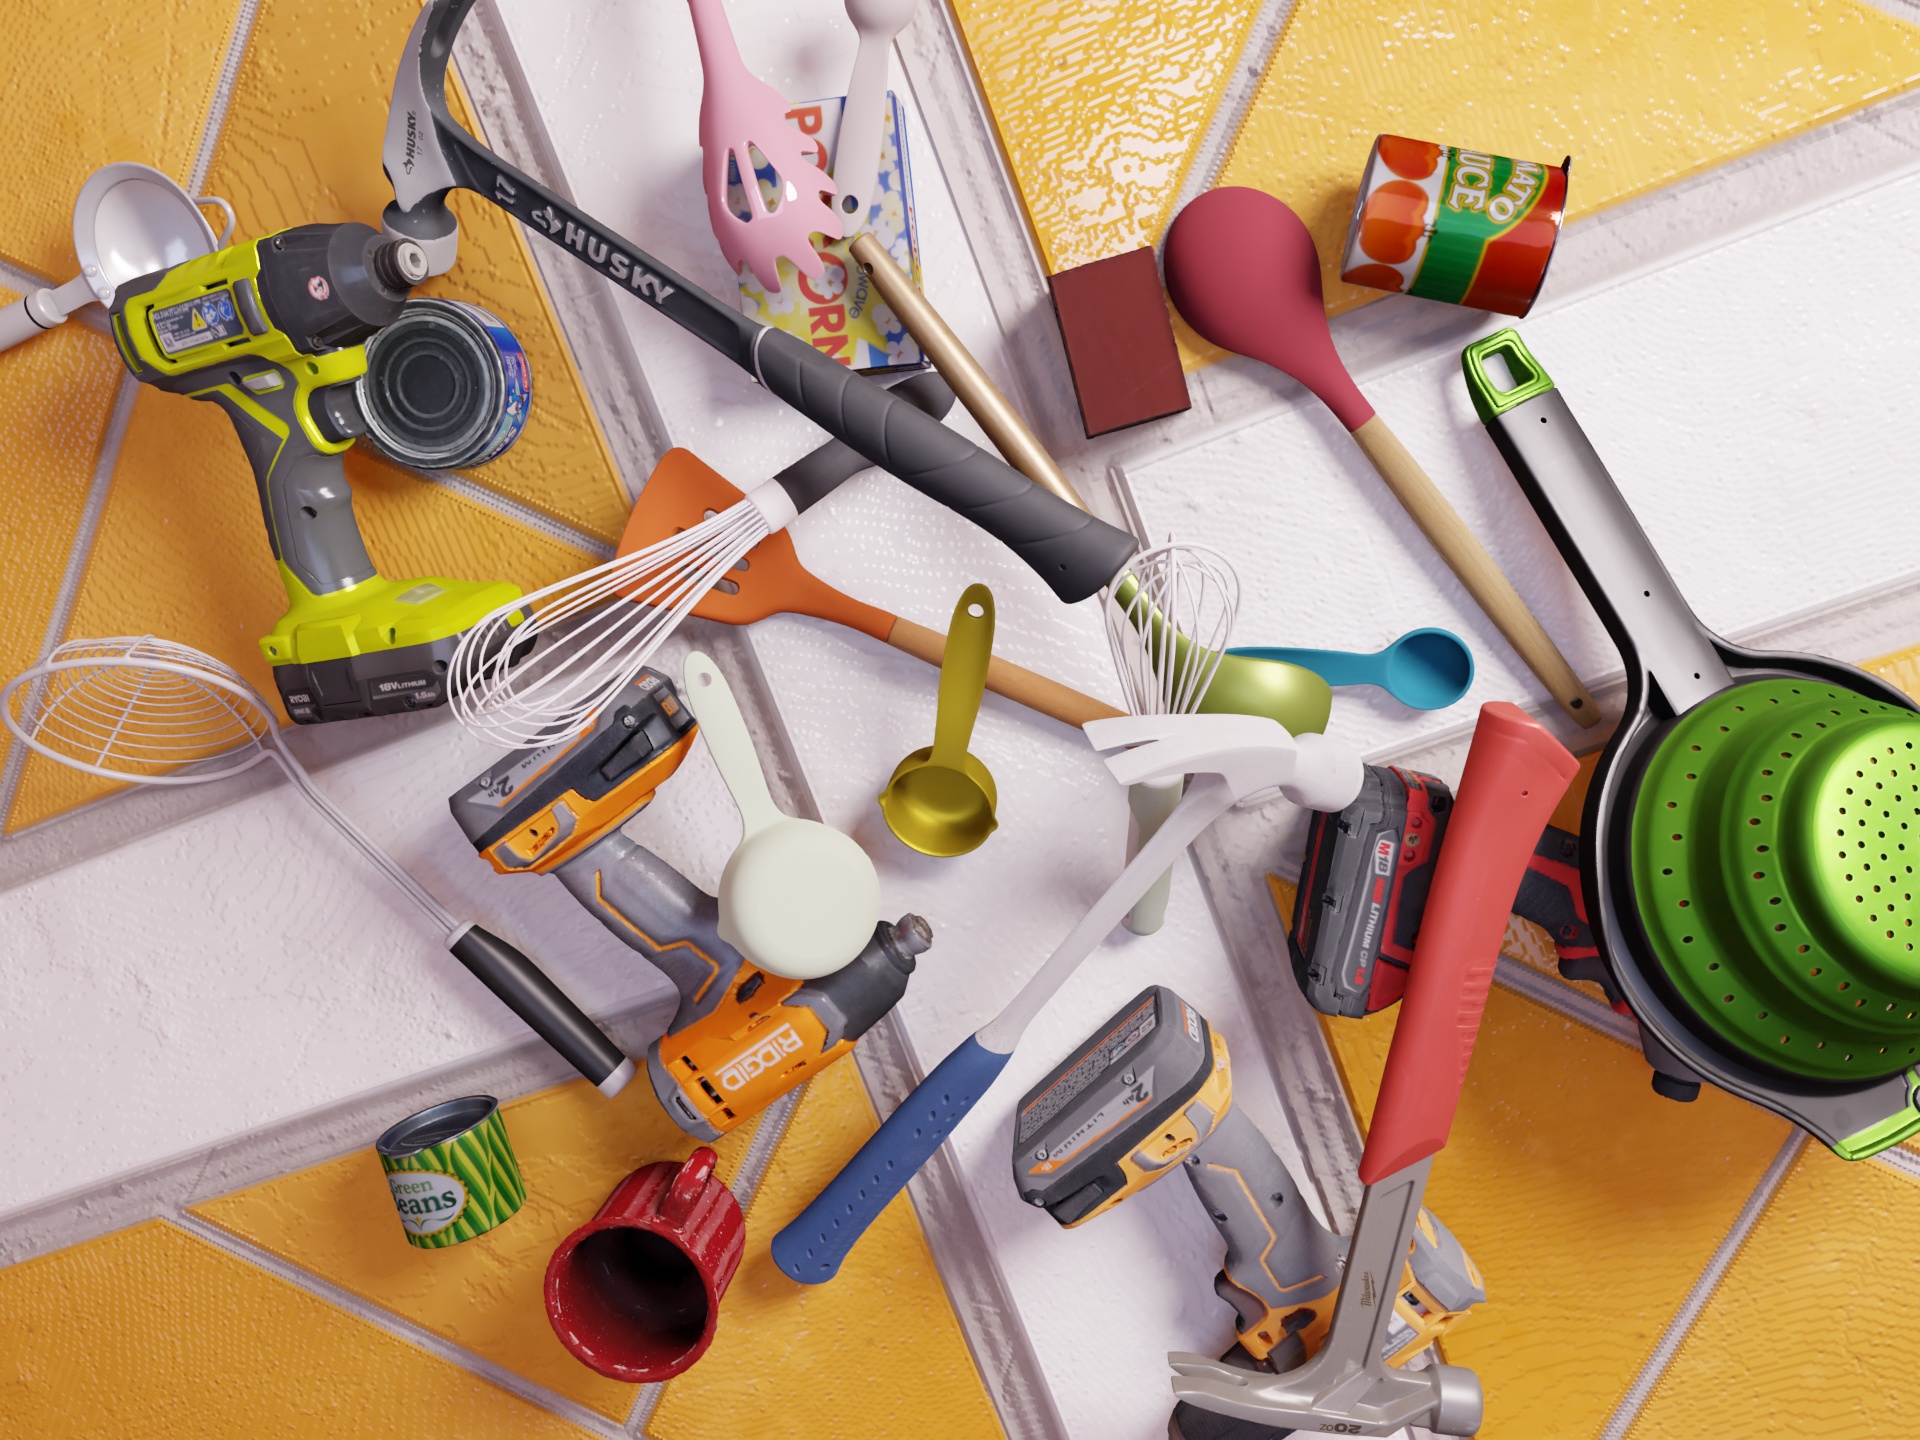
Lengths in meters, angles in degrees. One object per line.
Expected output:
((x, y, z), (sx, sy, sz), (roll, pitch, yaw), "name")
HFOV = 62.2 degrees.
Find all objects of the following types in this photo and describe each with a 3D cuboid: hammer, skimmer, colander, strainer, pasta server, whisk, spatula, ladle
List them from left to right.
((-0.464, -0.217, 0.819), (0.258, 0.050, 0.086), (-18, 109, 16), "strainer")
((-0.327, 0.090, 0.832), (0.363, 0.090, 0.127), (44, 135, -4), "skimmer")
((-0.122, -0.351, 0.728), (0.060, 0.040, 0.316), (-17, 84, 11), "pasta server")
((-0.116, -0.083, 0.747), (0.284, 0.070, 0.070), (-37, 94, -12), "whisk")
((-0.098, -0.176, 0.710), (0.409, 0.036, 0.149), (34, 137, 10), "hammer")
((-0.012, -0.036, 0.789), (0.322, 0.041, 0.081), (23, 86, 1), "spatula")
((0.018, 0.146, 0.765), (0.405, 0.144, 0.035), (-53, 45, 27), "hammer")
((0.059, -0.101, 0.748), (0.320, 0.062, 0.078), (51, 142, -5), "ladle")
((0.091, 0.016, 0.732), (0.059, 0.058, 0.246), (-4, 133, -3), "whisk")
((0.205, -0.120, 0.752), (0.069, 0.031, 0.315), (-37, 96, 22), "ladle")
((0.199, 0.165, 0.722), (0.149, 0.037, 0.359), (9, 105, -2), "hammer")
((0.339, -0.011, 0.678), (0.204, 0.094, 0.397), (-26, 82, -13), "colander")

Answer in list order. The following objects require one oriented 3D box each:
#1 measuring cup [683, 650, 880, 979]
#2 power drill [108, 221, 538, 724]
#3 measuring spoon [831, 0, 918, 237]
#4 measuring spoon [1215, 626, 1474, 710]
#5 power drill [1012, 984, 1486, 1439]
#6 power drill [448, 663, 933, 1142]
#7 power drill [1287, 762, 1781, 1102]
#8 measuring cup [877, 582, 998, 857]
((-0.092, 0.045, 0.752), (0.083, 0.038, 0.167), (-25, 99, -17), "measuring cup")
((-0.295, -0.118, 0.761), (0.171, 0.080, 0.223), (-6, 111, 26), "power drill")
((-0.044, -0.282, 0.719), (0.034, 0.018, 0.124), (10, 98, 7), "measuring spoon")
((0.184, -0.029, 0.779), (0.128, 0.021, 0.042), (2, 115, 16), "measuring spoon")
((0.125, 0.269, 0.811), (0.226, 0.084, 0.185), (44, 104, -7), "power drill")
((-0.130, 0.086, 0.811), (0.164, 0.084, 0.226), (-35, 98, 10), "power drill")
((0.276, 0.100, 0.760), (0.219, 0.078, 0.143), (9, 101, 3), "power drill")
((-0.001, -0.002, 0.777), (0.062, 0.029, 0.156), (13, 121, 3), "measuring cup")
